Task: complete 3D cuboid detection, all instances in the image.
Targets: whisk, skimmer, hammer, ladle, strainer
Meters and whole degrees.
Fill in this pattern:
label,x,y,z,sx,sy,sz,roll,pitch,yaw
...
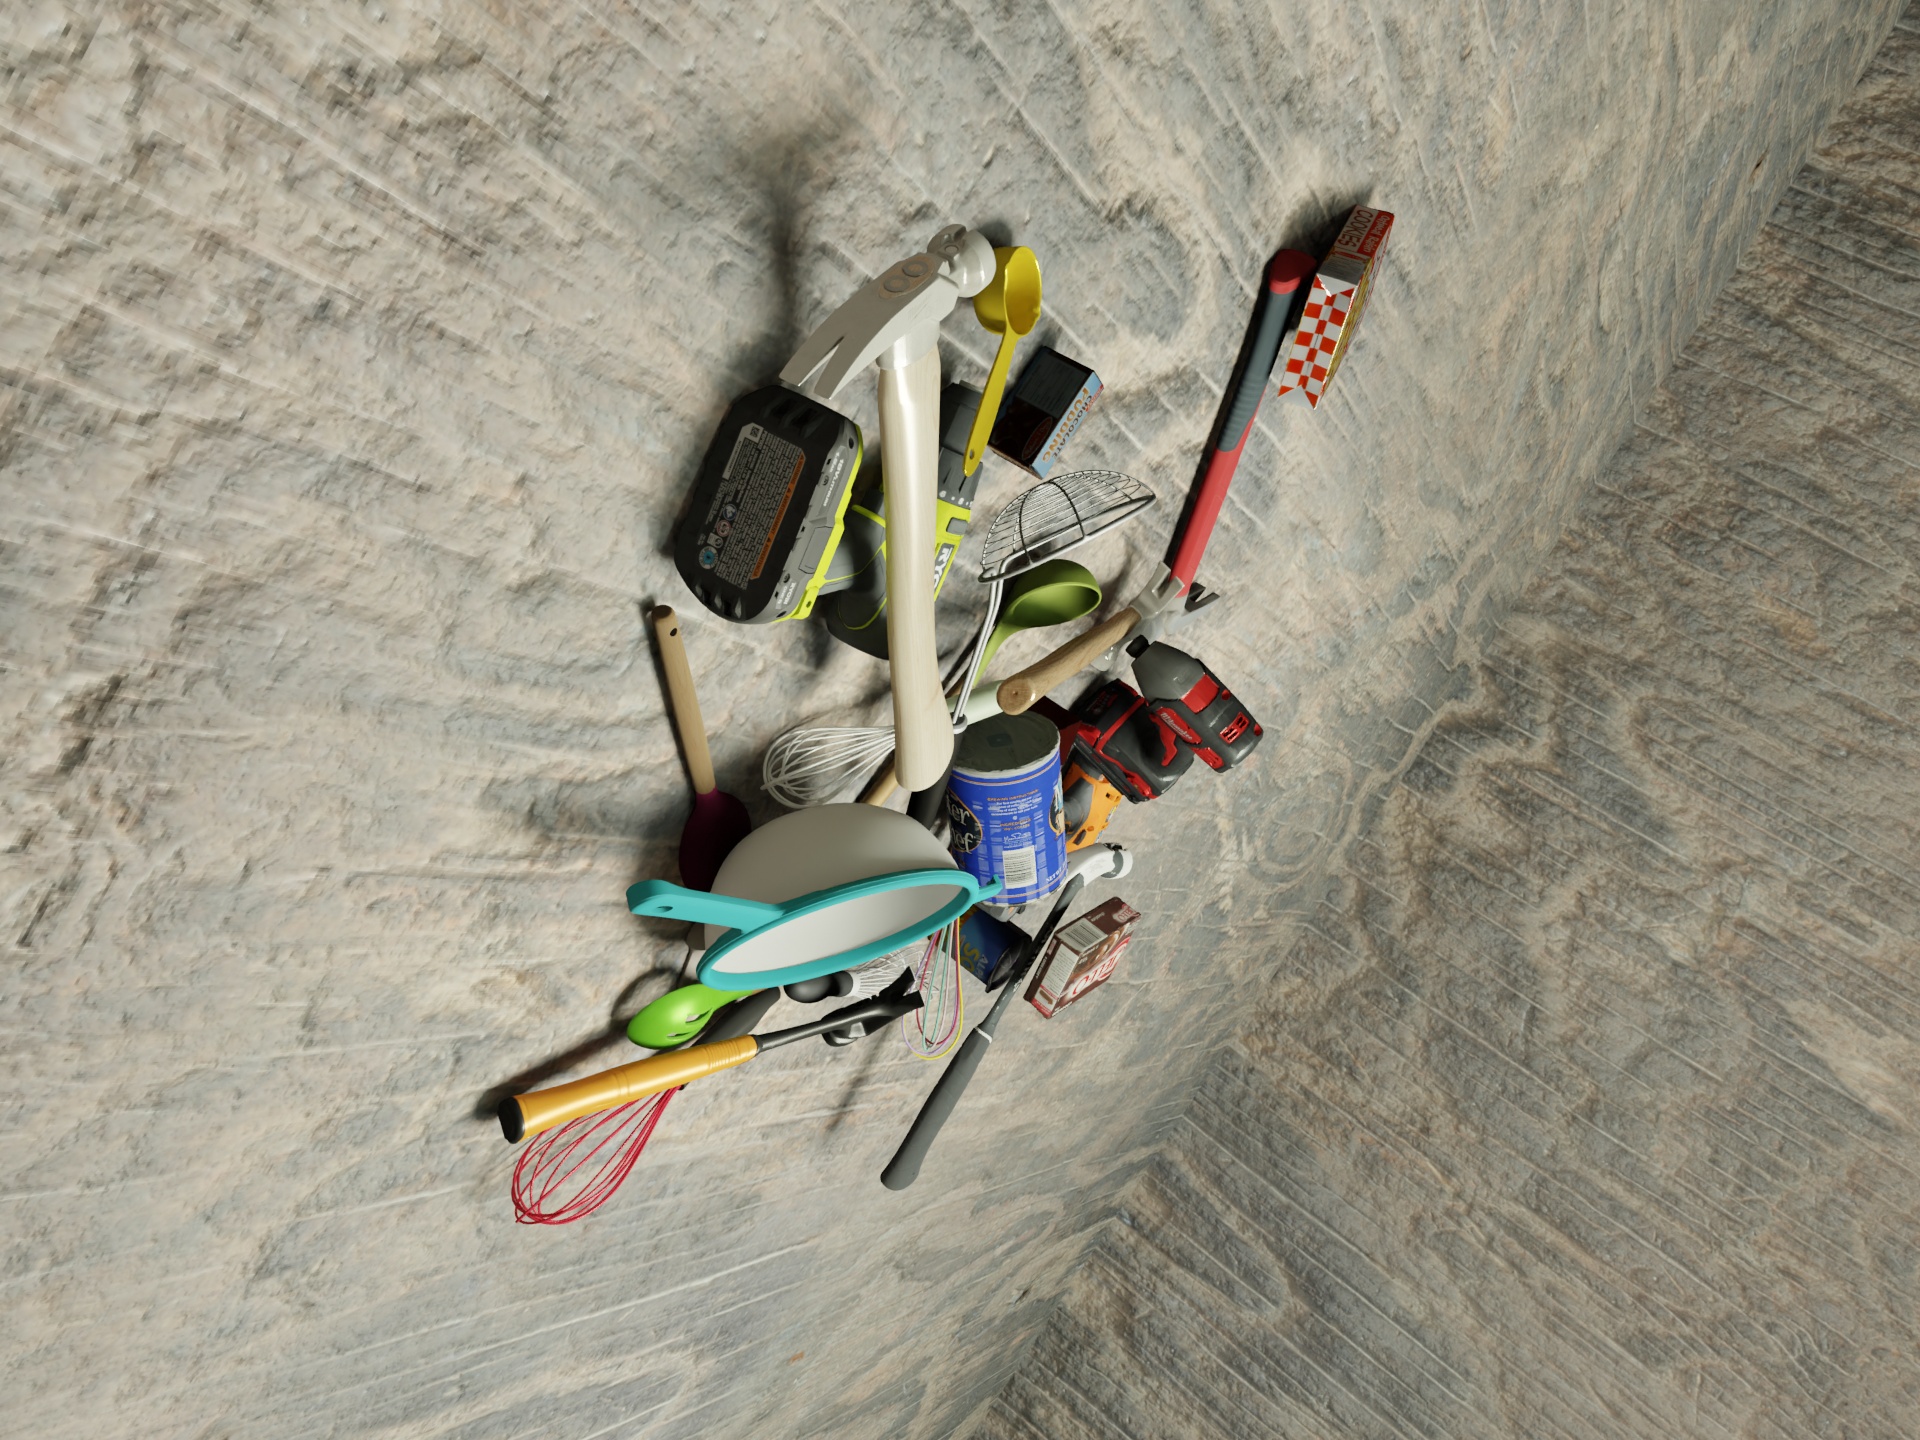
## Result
label,x,y,z,sx,sy,sz,roll,pitch,yaw
whisk,-0.049,0.011,1.208,0.246,0.058,0.059,-21,177,-37
skimmer,0.034,-0.027,1.127,0.127,0.090,0.363,-36,154,-45
hammer,-0.036,-0.088,0.966,0.146,0.038,0.410,-48,154,-32
whisk,-0.007,0.185,1.444,0.051,0.047,0.245,28,71,-62
hammer,-0.184,0.253,1.198,0.336,0.034,0.127,-9,161,-41
whisk,-0.087,0.231,1.401,0.070,0.070,0.284,-57,160,4
whisk,-0.237,0.291,1.240,0.296,0.073,0.073,-39,151,-46
hammer,0.107,-0.062,1.340,0.130,0.031,0.331,-47,173,27
ladle,-0.002,-0.004,1.302,0.320,0.062,0.078,-51,155,-3
hammer,0.255,-0.251,1.484,0.143,0.038,0.386,-29,145,-47
hammer,0.030,0.293,1.552,0.409,0.036,0.149,-60,154,13
strainer,-0.127,0.104,1.099,0.211,0.095,0.340,-26,158,19

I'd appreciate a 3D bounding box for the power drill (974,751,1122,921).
label,x,y,z,sx,sy,sz,roll,pitch,yaw
power drill,0.078,0.122,1.581,0.226,0.084,0.164,-18,137,-59

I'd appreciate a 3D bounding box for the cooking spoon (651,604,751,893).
label,x,y,z,sx,sy,sz,roll,pitch,yaw
cooking spoon,-0.175,0.030,1.067,0.069,0.017,0.318,-43,154,-26

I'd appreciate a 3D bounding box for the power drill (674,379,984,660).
label,x,y,z,sx,sy,sz,roll,pitch,yaw
power drill,-0.063,-0.136,0.999,0.228,0.080,0.190,-1,117,-64

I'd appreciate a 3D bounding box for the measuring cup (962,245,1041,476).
label,x,y,z,sx,sy,sz,roll,pitch,yaw
measuring cup,0.015,-0.231,1.021,0.062,0.029,0.156,33,71,-62

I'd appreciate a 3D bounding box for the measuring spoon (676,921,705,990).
label,x,y,z,sx,sy,sz,roll,pitch,yaw
measuring spoon,-0.204,0.198,1.228,0.034,0.018,0.124,-24,141,-50

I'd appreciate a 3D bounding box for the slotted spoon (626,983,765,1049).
label,x,y,z,sx,sy,sz,roll,pitch,yaw
slotted spoon,-0.158,0.209,1.297,0.070,0.031,0.313,-52,164,24

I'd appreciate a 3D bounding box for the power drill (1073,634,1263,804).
label,x,y,z,sx,sy,sz,roll,pitch,yaw
power drill,0.182,-0.003,1.483,0.078,0.143,0.219,-45,-179,-19
